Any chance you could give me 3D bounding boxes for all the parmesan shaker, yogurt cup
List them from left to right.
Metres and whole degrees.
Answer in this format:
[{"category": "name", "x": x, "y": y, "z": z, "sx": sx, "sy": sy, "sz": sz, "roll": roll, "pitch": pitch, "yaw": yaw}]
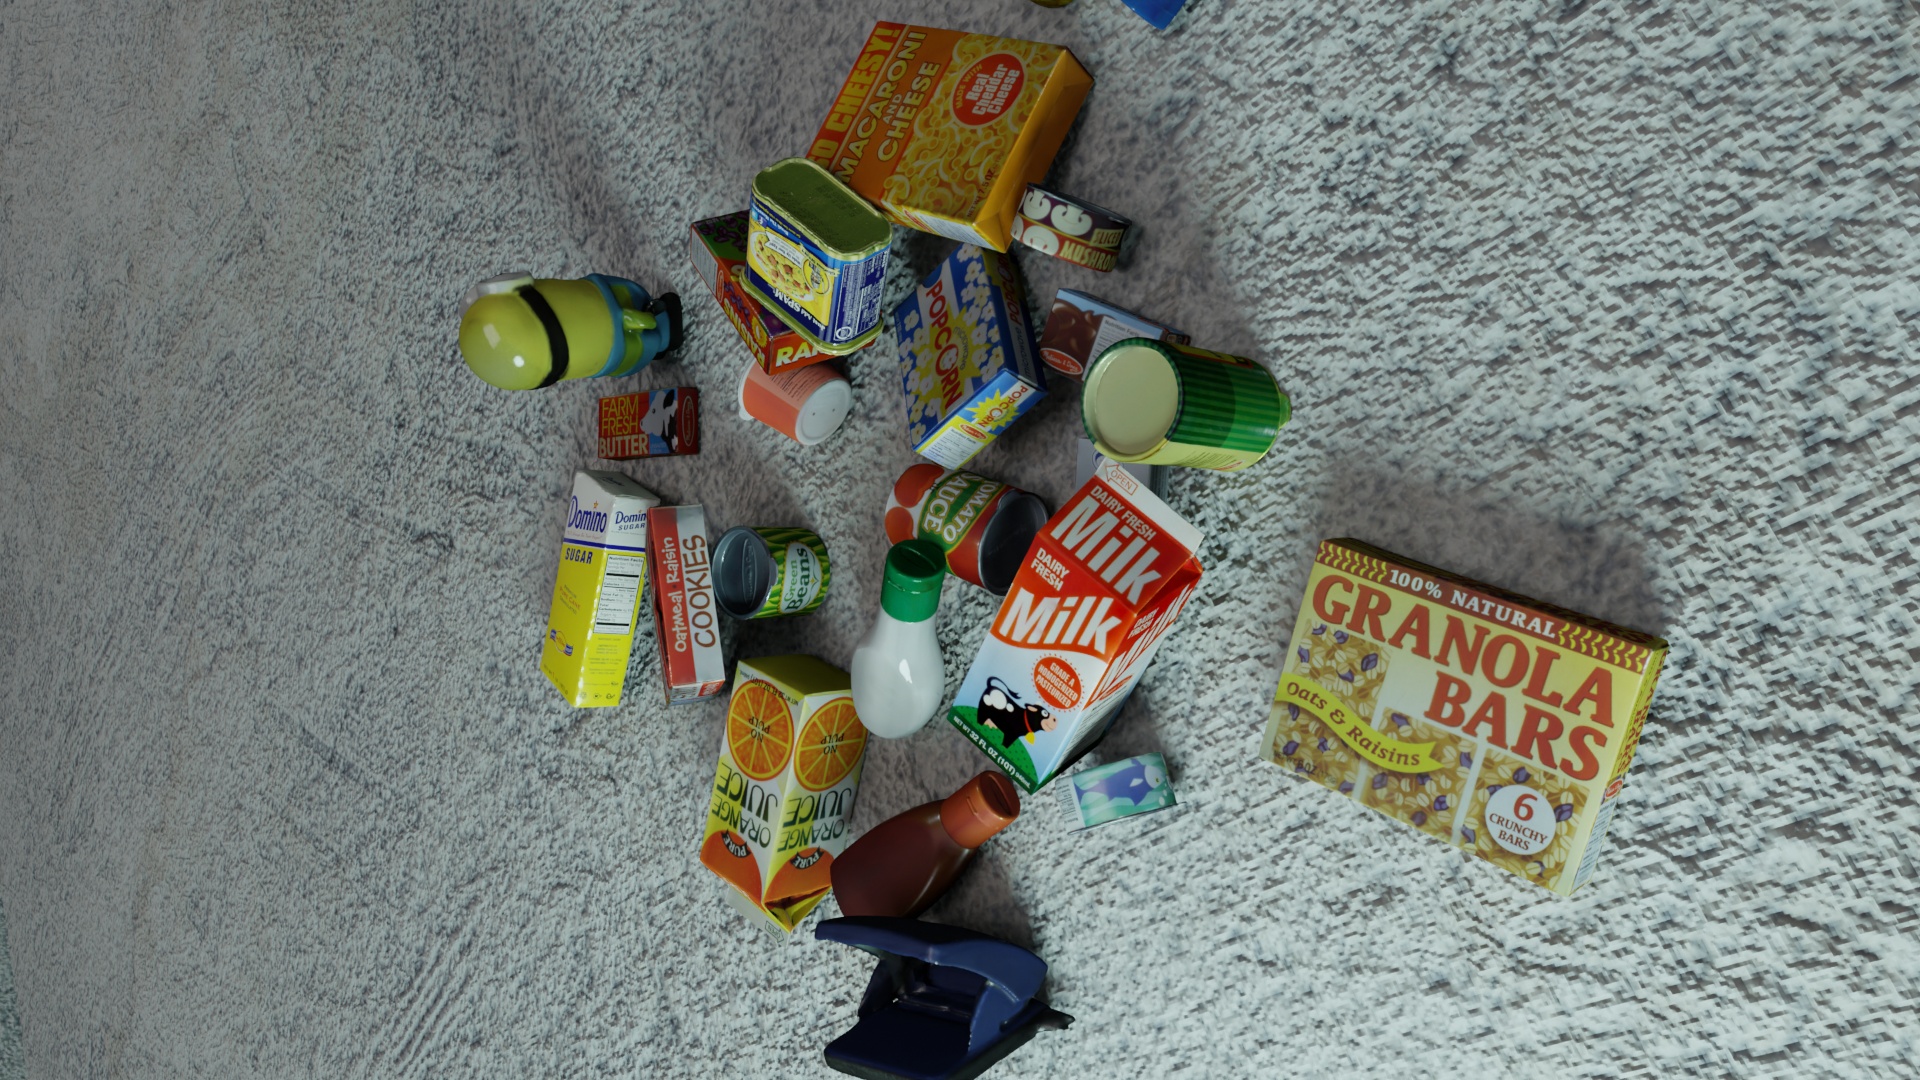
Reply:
[{"category": "yogurt cup", "x": -0.113, "y": -0.103, "z": 0.972, "sx": 0.054, "sy": 0.072, "sz": 0.072, "roll": 37, "pitch": 113, "yaw": 25}, {"category": "parmesan shaker", "x": 0.122, "y": -0.073, "z": 0.748, "sx": 0.071, "sy": 0.103, "sz": 0.071, "roll": -1, "pitch": 89, "yaw": 40}]

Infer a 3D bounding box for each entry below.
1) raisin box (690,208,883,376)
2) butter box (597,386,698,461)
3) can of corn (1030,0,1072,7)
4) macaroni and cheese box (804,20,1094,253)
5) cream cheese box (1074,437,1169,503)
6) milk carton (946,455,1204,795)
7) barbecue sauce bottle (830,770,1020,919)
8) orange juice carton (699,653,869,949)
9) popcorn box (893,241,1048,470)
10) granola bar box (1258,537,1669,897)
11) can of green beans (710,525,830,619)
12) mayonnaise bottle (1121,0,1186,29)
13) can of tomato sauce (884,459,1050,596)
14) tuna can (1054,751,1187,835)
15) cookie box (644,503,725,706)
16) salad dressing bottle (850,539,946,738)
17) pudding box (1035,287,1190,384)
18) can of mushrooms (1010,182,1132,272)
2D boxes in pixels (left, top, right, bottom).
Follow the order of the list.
[{"category": "raisin box", "x": -0.122, "y": -0.178, "z": 0.962, "sx": 0.124, "sy": 0.086, "sz": 0.039, "roll": 55, "pitch": 149, "yaw": 26}, {"category": "butter box", "x": -0.250, "y": -0.093, "z": 1.110, "sx": 0.103, "sy": 0.024, "sz": 0.053, "roll": -2, "pitch": 88, "yaw": 40}, {"category": "can of corn", "x": 0.046, "y": -0.363, "z": 0.845, "sx": 0.071, "sy": 0.058, "sz": 0.071, "roll": -1, "pitch": 89, "yaw": 40}, {"category": "macaroni and cheese box", "x": -0.014, "y": -0.259, "z": 0.883, "sx": 0.167, "sy": 0.040, "sz": 0.124, "roll": 25, "pitch": 86, "yaw": 39}, {"category": "cream cheese box", "x": 0.094, "y": -0.008, "z": 0.822, "sx": 0.053, "sy": 0.024, "sz": 0.103, "roll": 5, "pitch": 93, "yaw": 38}, {"category": "milk carton", "x": 0.069, "y": 0.046, "z": 0.776, "sx": 0.072, "sy": 0.074, "sz": 0.189, "roll": 41, "pitch": 129, "yaw": 21}, {"category": "barbecue sauce bottle", "x": -0.023, "y": 0.201, "z": 0.903, "sx": 0.148, "sy": 0.044, "sz": 0.065, "roll": -42, "pitch": 64, "yaw": 31}, {"category": "orange juice carton", "x": -0.125, "y": 0.182, "z": 0.969, "sx": 0.072, "sy": 0.073, "sz": 0.192, "roll": 21, "pitch": 103, "yaw": 38}, {"category": "popcorn box", "x": 0.004, "y": -0.118, "z": 0.862, "sx": 0.085, "sy": 0.038, "sz": 0.127, "roll": -39, "pitch": 43, "yaw": 33}, {"category": "granola bar box", "x": 0.243, "y": 0.081, "z": 0.686, "sx": 0.166, "sy": 0.039, "sz": 0.124, "roll": 22, "pitch": 104, "yaw": 38}, {"category": "can of green beans", "x": -0.135, "y": 0.023, "z": 0.991, "sx": 0.071, "sy": 0.058, "sz": 0.071, "roll": -1, "pitch": 89, "yaw": 40}, {"category": "mayonnaise bottle", "x": 0.145, "y": -0.358, "z": 0.773, "sx": 0.147, "sy": 0.041, "sz": 0.065, "roll": -51, "pitch": 61, "yaw": 26}, {"category": "can of tomato sauce", "x": 0.003, "y": -0.011, "z": 0.868, "sx": 0.083, "sy": 0.071, "sz": 0.071, "roll": 22, "pitch": 103, "yaw": 38}, {"category": "tuna can", "x": 0.091, "y": 0.145, "z": 0.796, "sx": 0.071, "sy": 0.071, "sz": 0.033, "roll": -25, "pitch": 73, "yaw": 37}, {"category": "cookie box", "x": -0.201, "y": 0.051, "z": 0.998, "sx": 0.167, "sy": 0.040, "sz": 0.123, "roll": 139, "pitch": 122, "yaw": -73}, {"category": "salad dressing bottle", "x": -0.036, "y": 0.064, "z": 0.878, "sx": 0.064, "sy": 0.044, "sz": 0.146, "roll": 34, "pitch": 137, "yaw": 22}, {"category": "pudding box", "x": 0.089, "y": -0.114, "z": 0.824, "sx": 0.084, "sy": 0.030, "sz": 0.049, "roll": 30, "pitch": 109, "yaw": 36}, {"category": "can of mushrooms", "x": 0.067, "y": -0.184, "z": 0.820, "sx": 0.071, "sy": 0.071, "sz": 0.033, "roll": 34, "pitch": 111, "yaw": 35}]
